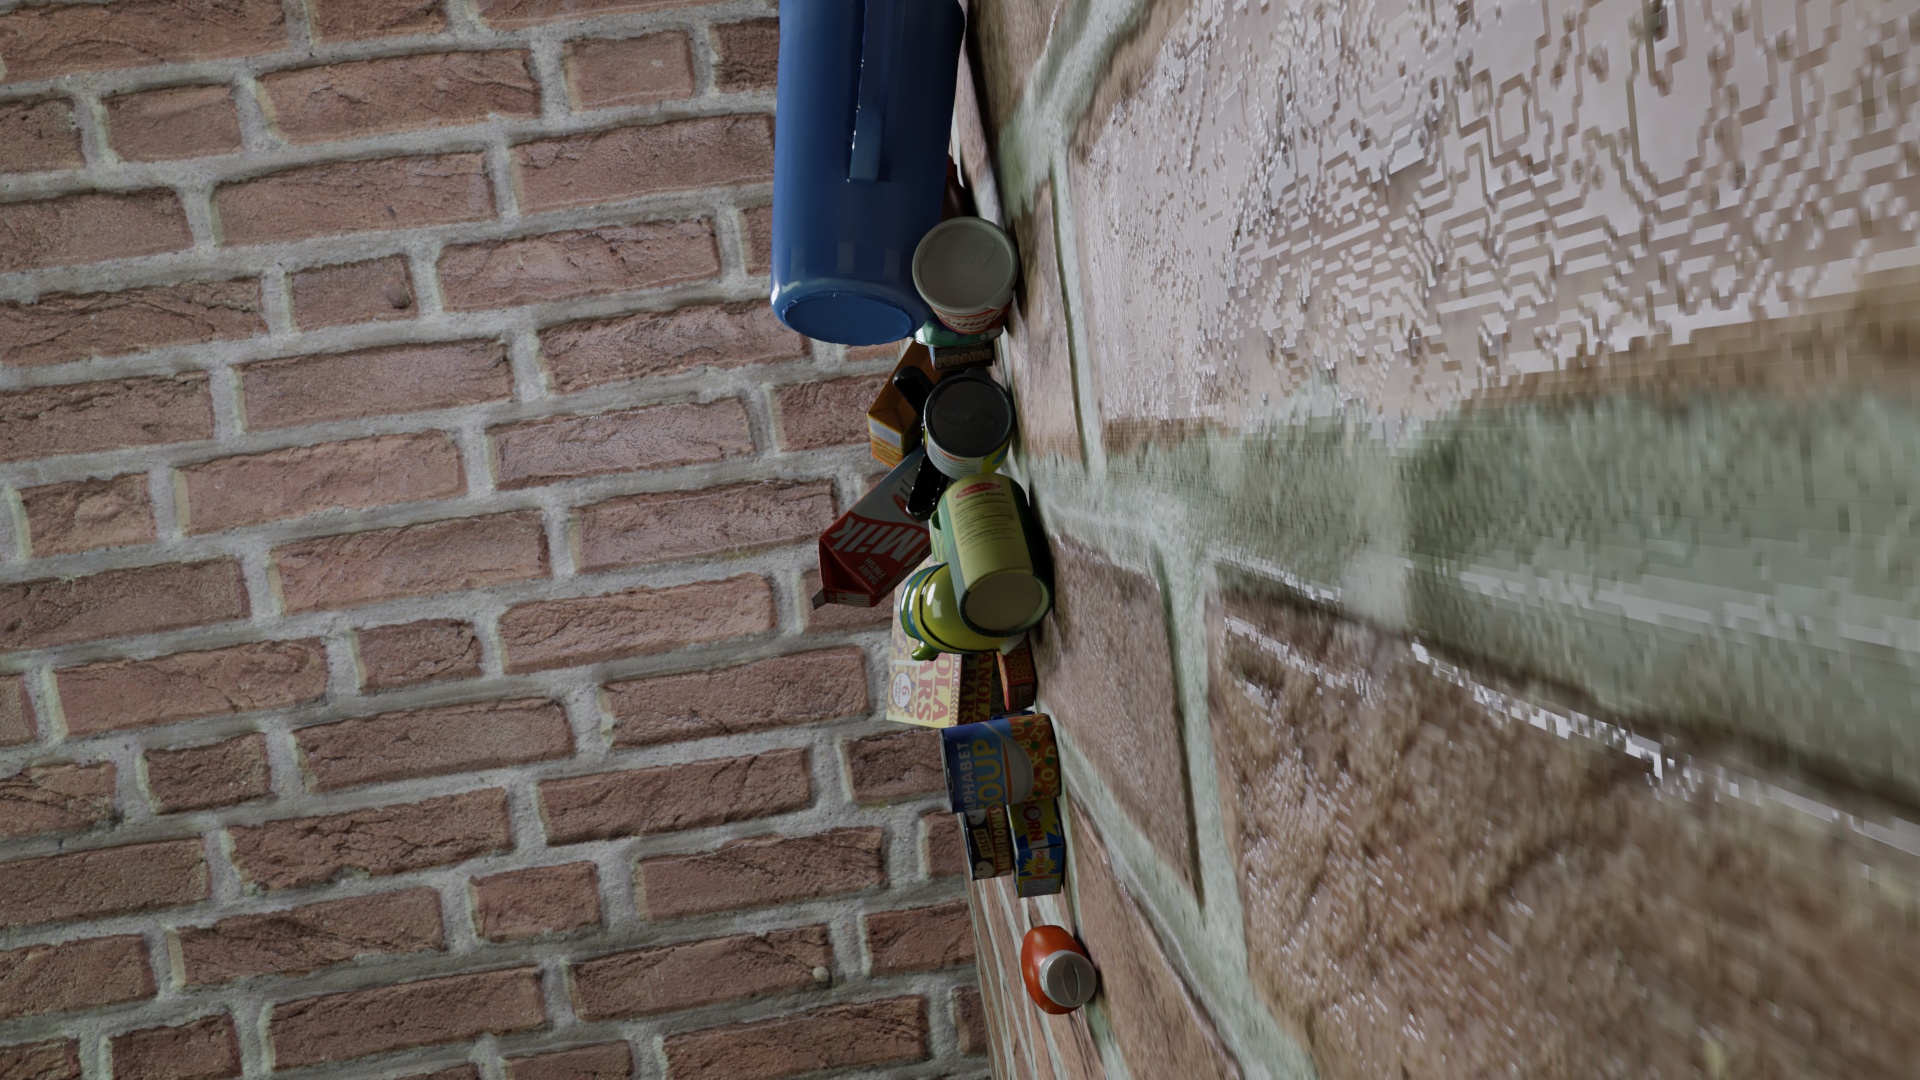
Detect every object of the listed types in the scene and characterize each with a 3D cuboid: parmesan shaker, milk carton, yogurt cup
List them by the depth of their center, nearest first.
[{"bbox_3d":[0.006,-0.169,0.906,0.054,0.072,0.072,66,-165,-75],"label":"yogurt cup"},{"bbox_3d":[0.021,0.011,0.967,0.103,0.071,0.071,-102,6,-48],"label":"parmesan shaker"},{"bbox_3d":[-0.063,-0.007,1.251,0.073,0.191,0.072,45,168,7],"label":"milk carton"}]

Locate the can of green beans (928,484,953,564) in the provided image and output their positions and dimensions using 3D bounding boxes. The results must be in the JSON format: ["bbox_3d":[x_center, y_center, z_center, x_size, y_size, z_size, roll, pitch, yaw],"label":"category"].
[{"bbox_3d":[0.006,-0.015,1.165,0.071,0.071,0.057,-114,17,-76],"label":"can of green beans"}]

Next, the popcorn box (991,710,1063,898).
[{"bbox_3d":[0.053,0.213,1.128,0.084,0.038,0.127,88,173,-50],"label":"popcorn box"}]

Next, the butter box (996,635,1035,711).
[{"bbox_3d":[0.042,0.084,1.151,0.053,0.024,0.104,88,174,-59],"label":"butter box"}]

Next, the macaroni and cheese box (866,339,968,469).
[{"bbox_3d":[-0.035,-0.134,1.249,0.124,0.040,0.166,-58,-3,-9],"label":"macaroni and cheese box"}]

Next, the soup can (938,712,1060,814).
[{"bbox_3d":[0.030,0.170,1.057,0.071,0.084,0.071,177,85,-86],"label":"soup can"}]

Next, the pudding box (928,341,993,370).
[{"bbox_3d":[-0.004,-0.171,1.130,0.084,0.050,0.030,-103,8,-53],"label":"pudding box"}]

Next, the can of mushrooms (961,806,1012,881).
[{"bbox_3d":[0.020,0.237,1.111,0.071,0.033,0.071,179,84,-87],"label":"can of mushrooms"}]

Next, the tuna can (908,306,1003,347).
[{"bbox_3d":[-0.005,-0.164,1.003,0.071,0.071,0.032,-106,10,-65],"label":"tuna can"}]

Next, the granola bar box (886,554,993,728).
[{"bbox_3d":[-0.017,0.091,1.301,0.124,0.039,0.165,-4,81,56],"label":"granola bar box"}]

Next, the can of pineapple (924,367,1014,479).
[{"bbox_3d":[0.007,-0.085,1.037,0.057,0.071,0.071,96,165,-74],"label":"can of pineapple"}]

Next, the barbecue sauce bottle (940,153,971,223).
[{"bbox_3d":[-0.012,-0.259,1.125,0.064,0.044,0.149,85,176,-52],"label":"barbecue sauce bottle"}]

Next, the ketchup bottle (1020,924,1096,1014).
[{"bbox_3d":[0.072,0.319,1.025,0.148,0.043,0.065,99,162,-76],"label":"ketchup bottle"}]
